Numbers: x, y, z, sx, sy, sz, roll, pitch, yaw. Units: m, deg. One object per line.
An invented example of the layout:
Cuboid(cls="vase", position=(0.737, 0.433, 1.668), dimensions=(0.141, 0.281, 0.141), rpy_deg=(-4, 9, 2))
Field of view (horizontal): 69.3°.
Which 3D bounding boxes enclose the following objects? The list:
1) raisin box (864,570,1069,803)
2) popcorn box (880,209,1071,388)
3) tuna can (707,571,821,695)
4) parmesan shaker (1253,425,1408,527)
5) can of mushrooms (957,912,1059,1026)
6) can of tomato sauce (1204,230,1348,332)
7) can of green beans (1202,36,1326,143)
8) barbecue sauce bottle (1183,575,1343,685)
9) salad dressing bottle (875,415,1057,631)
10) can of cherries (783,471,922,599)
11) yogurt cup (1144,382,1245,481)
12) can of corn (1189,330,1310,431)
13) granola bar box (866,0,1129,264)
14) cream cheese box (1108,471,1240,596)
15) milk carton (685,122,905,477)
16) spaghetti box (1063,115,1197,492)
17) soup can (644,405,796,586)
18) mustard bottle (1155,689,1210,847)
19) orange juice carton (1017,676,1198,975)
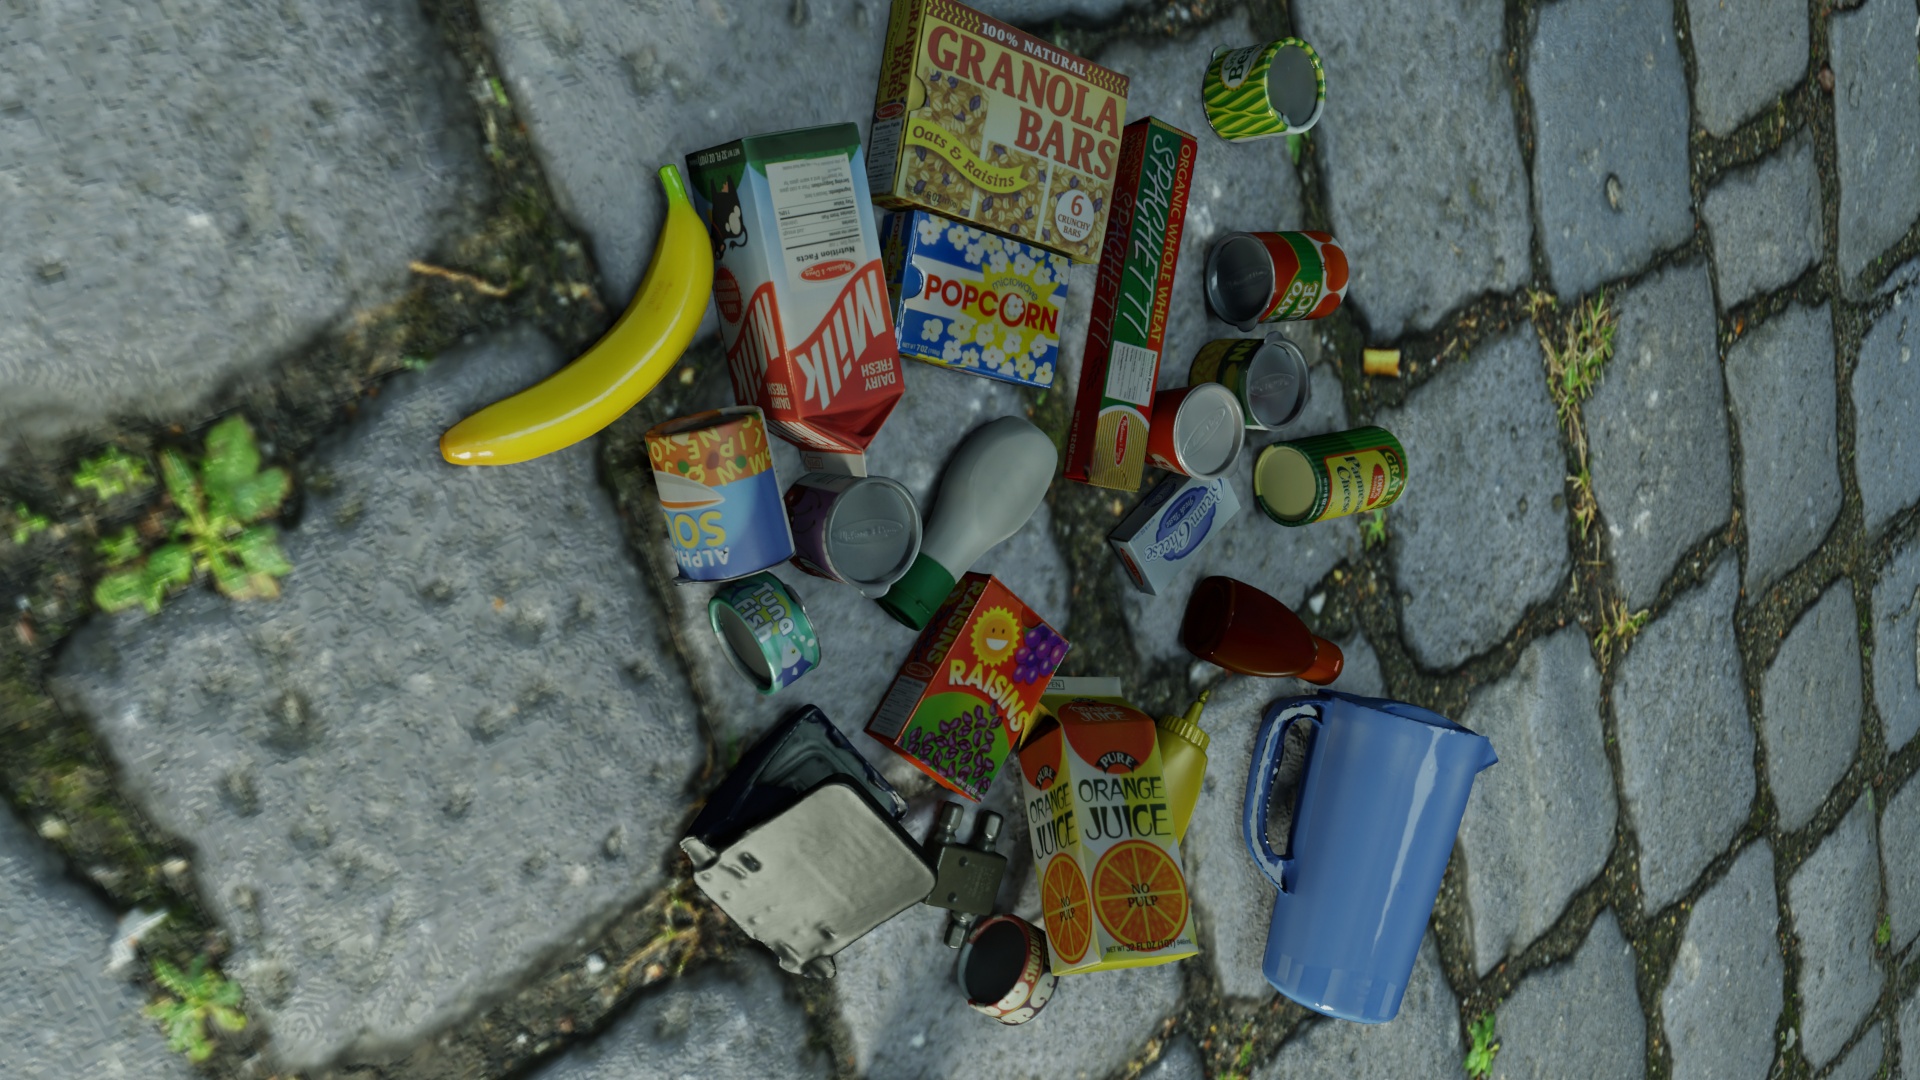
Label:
Cuboid(cls="raisin box", position=(0.006, 0.093, 0.895), dimensions=(0.086, 0.040, 0.124), rpy_deg=(41, 72, -32))
Cuboid(cls="popcorn box", position=(0.007, -0.148, 0.865), dimensions=(0.127, 0.038, 0.085), rpy_deg=(8, 92, -37))
Cuboid(cls="tuna can", position=(-0.111, 0.051, 0.784), dimensions=(0.033, 0.071, 0.071), rpy_deg=(-32, 114, -28))
Cuboid(cls="parmesan shaker", position=(0.283, -0.047, 1.063), dimensions=(0.103, 0.071, 0.071), rpy_deg=(-12, 103, -34))
Cuboid(cls="can of mushrooms", position=(0.033, 0.282, 0.919), dimensions=(0.033, 0.071, 0.071), rpy_deg=(38, 74, -32))
Cuboid(cls="can of tomato sauce", position=(0.230, -0.189, 1.004), dimensions=(0.083, 0.071, 0.071), rpy_deg=(-10, 102, -35))
Cuboid(cls="can of green beans", position=(0.215, -0.318, 0.983), dimensions=(0.071, 0.058, 0.071), rpy_deg=(-5, 99, -36))
Cuboid(cls="barbecue sauce bottle", position=(0.235, 0.076, 1.057), dimensions=(0.148, 0.043, 0.065), rpy_deg=(22, 83, -37))
Cuboid(cls="salad dressing bottle", position=(0.003, -0.011, 0.877), dimensions=(0.148, 0.044, 0.064), rpy_deg=(-53, 124, -17))
Cuboid(cls="can of cherries", position=(-0.066, -0.005, 0.817), dimensions=(0.072, 0.058, 0.071), rpy_deg=(-6, 100, -37))
Cuboid(cls="yogurt cup", position=(0.157, -0.077, 0.974), dimensions=(0.072, 0.054, 0.072), rpy_deg=(-5, 99, -36))
Cuboid(cls="can of corn", position=(0.208, -0.116, 1.003), dimensions=(0.071, 0.058, 0.071), rpy_deg=(-6, 99, -35))
Cuboid(cls="granola bar box", position=(0.026, -0.252, 0.865), dimensions=(0.166, 0.039, 0.124), rpy_deg=(9, 91, -37))
Cuboid(cls="cream cheese box", position=(0.155, -0.013, 0.999), dimensions=(0.104, 0.024, 0.053), rpy_deg=(-44, 120, -23))
Cuboid(cls="milk carton", position=(-0.088, -0.129, 0.777), dimensions=(0.074, 0.072, 0.190), rpy_deg=(-19, 106, -33))
Cuboid(cls="spaghetti box", position=(0.117, -0.159, 0.949), dimensions=(0.050, 0.028, 0.250), rpy_deg=(9, 91, -37))
Cuboid(cls="soup can", position=(-0.134, -0.025, 0.760), dimensions=(0.071, 0.071, 0.083), rpy_deg=(-21, 108, -32))
Cuboid(cls="mustard bottle", position=(0.141, 0.177, 0.998), dimensions=(0.065, 0.049, 0.160), rpy_deg=(39, 73, -27))
Cuboid(cls="orange juice carton", position=(0.091, 0.181, 0.914), dimensions=(0.072, 0.072, 0.193), rpy_deg=(1, 66, -23))
